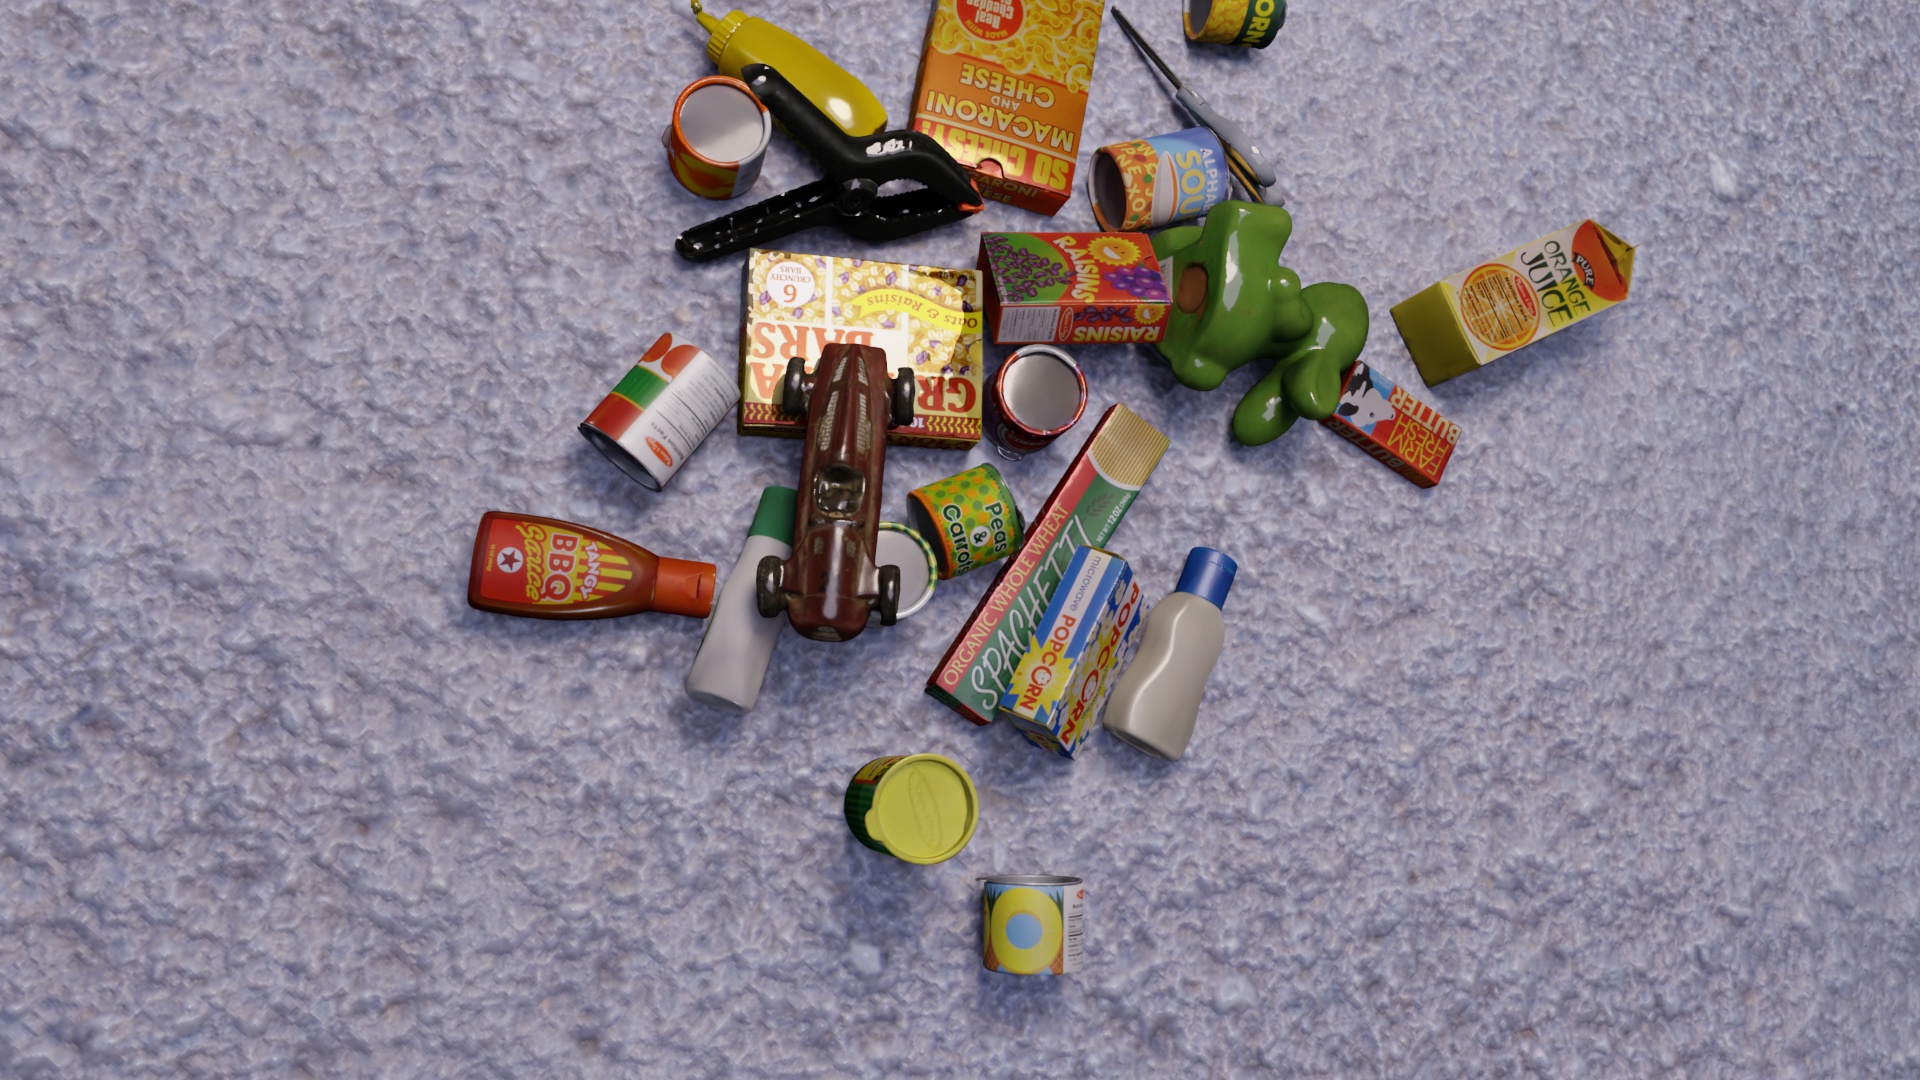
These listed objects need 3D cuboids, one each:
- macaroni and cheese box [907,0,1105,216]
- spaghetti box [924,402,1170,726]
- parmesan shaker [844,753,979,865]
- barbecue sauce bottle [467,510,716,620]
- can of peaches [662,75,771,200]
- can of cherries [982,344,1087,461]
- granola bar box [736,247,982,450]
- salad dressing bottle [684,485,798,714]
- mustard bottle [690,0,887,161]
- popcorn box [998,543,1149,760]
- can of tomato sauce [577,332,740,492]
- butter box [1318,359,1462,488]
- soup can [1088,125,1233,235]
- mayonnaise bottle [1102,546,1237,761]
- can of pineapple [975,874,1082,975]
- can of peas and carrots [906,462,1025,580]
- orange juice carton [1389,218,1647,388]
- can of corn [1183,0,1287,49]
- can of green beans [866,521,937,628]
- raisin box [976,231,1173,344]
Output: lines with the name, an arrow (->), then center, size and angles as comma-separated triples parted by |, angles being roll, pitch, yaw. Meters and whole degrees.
macaroni and cheese box -> 0.031, -0.336, 1.018 | 0.124, 0.040, 0.167 | 13, 78, -12
spaghetti box -> 0.063, 0.015, 0.974 | 0.050, 0.028, 0.251 | 36, 74, -6
parmesan shaker -> -0.036, 0.170, 0.883 | 0.071, 0.103, 0.071 | 3, 80, -15
barbecue sauce bottle -> -0.233, 0.022, 0.886 | 0.149, 0.043, 0.065 | 9, 78, -14
can of peaches -> -0.167, -0.274, 0.946 | 0.071, 0.058, 0.071 | 2, 81, -15
can of cherries -> 0.050, -0.096, 0.974 | 0.071, 0.058, 0.071 | 3, 80, -15
granola bar box -> -0.068, -0.130, 0.958 | 0.166, 0.039, 0.124 | 3, 80, -14
salad dressing bottle -> -0.134, 0.037, 0.904 | 0.044, 0.064, 0.148 | 14, 68, 8
mustard bottle -> -0.126, -0.321, 0.964 | 0.160, 0.065, 0.049 | 37, 69, -1
popcorn box -> 0.079, 0.076, 0.937 | 0.038, 0.085, 0.127 | 20, 73, 25
can of tomato sauce -> -0.195, -0.084, 0.903 | 0.071, 0.071, 0.083 | 39, 73, -6
butter box -> 0.331, -0.088, 1.066 | 0.103, 0.024, 0.053 | 32, 74, -8
soup can -> 0.146, -0.263, 1.022 | 0.084, 0.071, 0.071 | -16, 86, -16
mayonnaise bottle -> 0.153, 0.077, 0.980 | 0.064, 0.041, 0.148 | 34, 72, -29
can of pineapple -> 0.046, 0.251, 0.911 | 0.071, 0.071, 0.058 | 3, 81, -15
can of peas and carrots -> 0.003, -0.012, 0.941 | 0.059, 0.071, 0.071 | -21, 87, -17
orange juice carton -> 0.445, -0.193, 1.089 | 0.193, 0.071, 0.073 | -24, 88, -17
can of corn -> 0.210, -0.413, 1.064 | 0.058, 0.071, 0.071 | 1, 81, -14
can of green beans -> -0.054, 0.023, 0.926 | 0.071, 0.057, 0.071 | 2, 80, -15
raisin box -> 0.079, -0.180, 0.980 | 0.123, 0.039, 0.086 | -2, 46, -10
